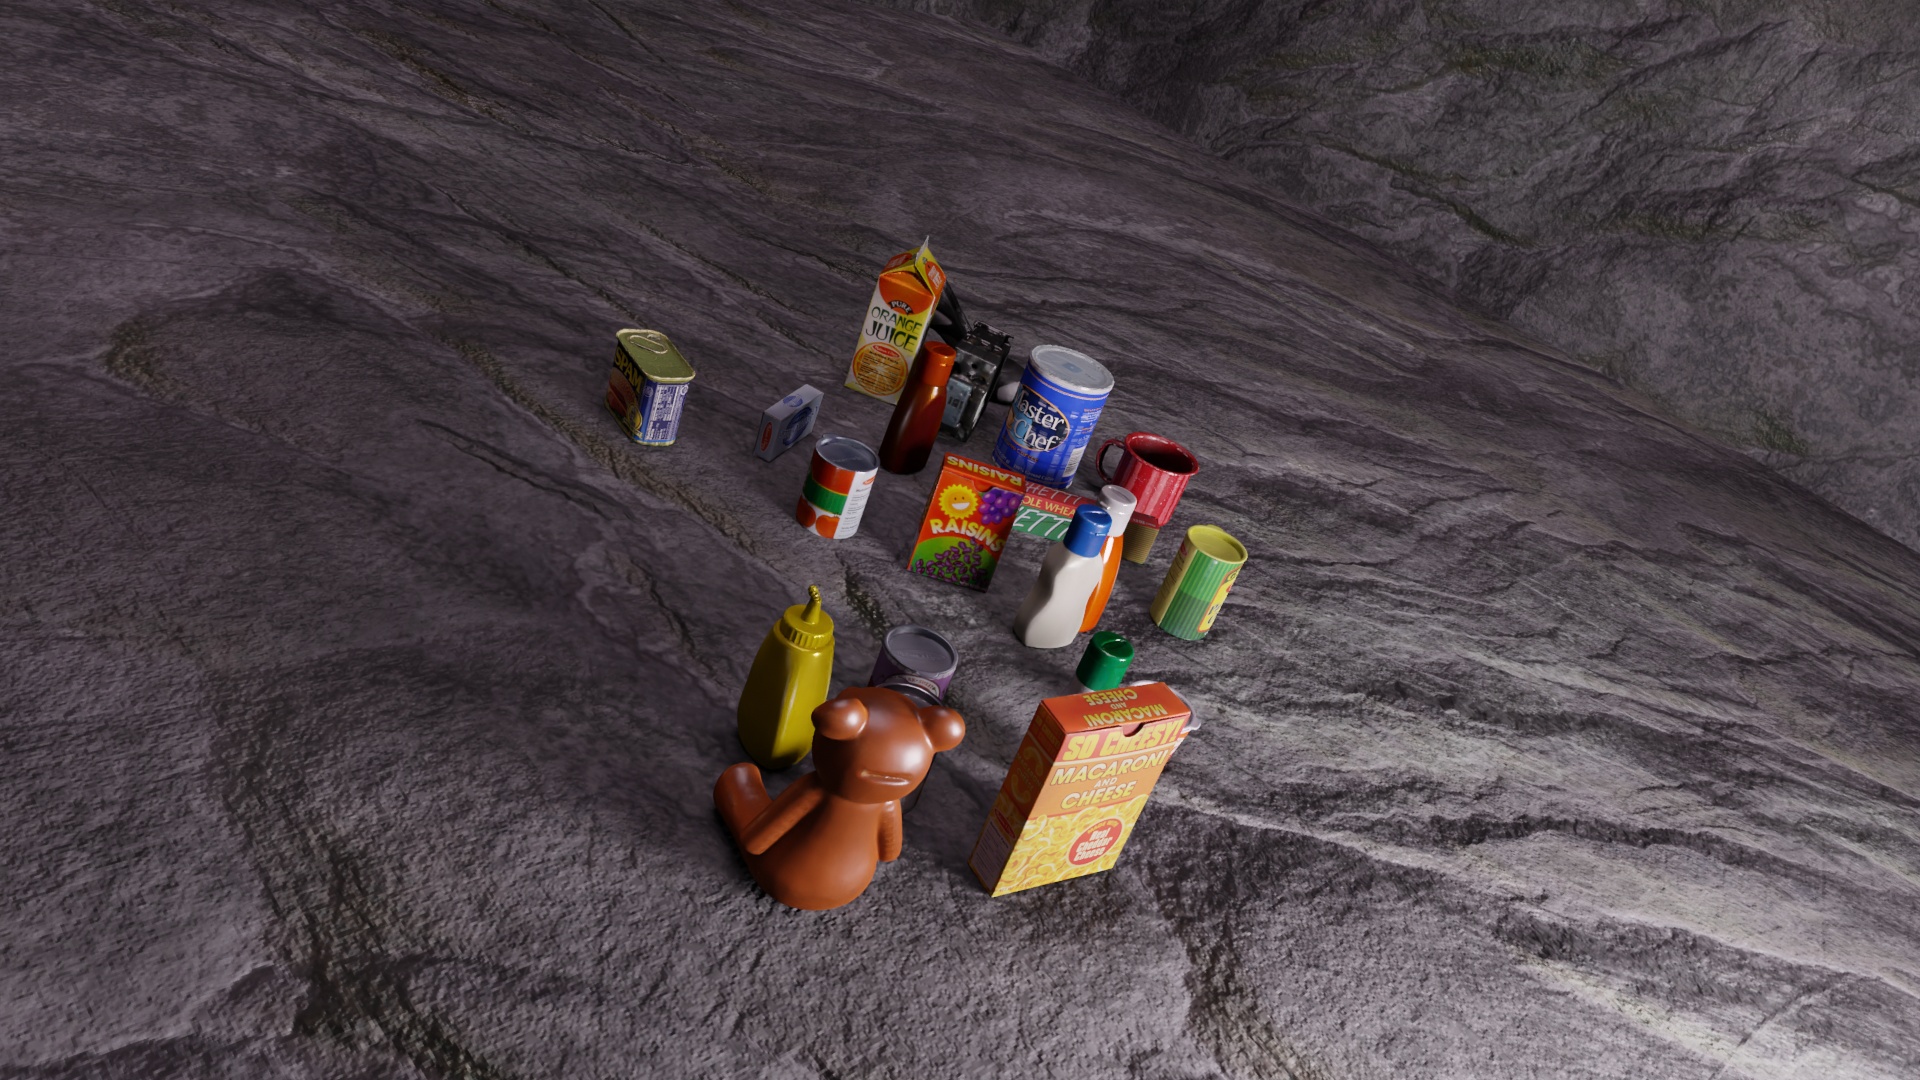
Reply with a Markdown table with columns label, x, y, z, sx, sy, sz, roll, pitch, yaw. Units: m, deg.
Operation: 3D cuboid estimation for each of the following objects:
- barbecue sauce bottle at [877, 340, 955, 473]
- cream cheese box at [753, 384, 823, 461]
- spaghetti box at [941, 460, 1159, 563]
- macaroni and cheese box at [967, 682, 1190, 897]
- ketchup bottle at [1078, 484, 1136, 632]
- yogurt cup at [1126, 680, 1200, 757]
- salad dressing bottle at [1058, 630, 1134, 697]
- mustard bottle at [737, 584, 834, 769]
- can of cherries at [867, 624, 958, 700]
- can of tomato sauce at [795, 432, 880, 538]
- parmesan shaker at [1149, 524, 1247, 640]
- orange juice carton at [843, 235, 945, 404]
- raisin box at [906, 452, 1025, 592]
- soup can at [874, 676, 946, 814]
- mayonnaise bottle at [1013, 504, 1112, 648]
| label | x | y | z | sx | sy | sz | roll | pitch | yaw |
| --- | --- | --- | --- | --- | --- | --- | --- | --- | --- |
| barbecue sauce bottle | -0.044 | -0.146 | 1.525 | 0.044 | 0.147 | 0.065 | 38 | 34 | 28 |
| cream cheese box | -0.186 | -0.128 | 1.502 | 0.024 | 0.053 | 0.104 | 26 | 30 | 10 |
| spaghetti box | 0.093 | -0.031 | 1.522 | 0.250 | 0.050 | 0.029 | 15 | 30 | -10 |
| macaroni and cheese box | 0.089 | 0.187 | 1.045 | 0.124 | 0.165 | 0.040 | -3 | 37 | -36 |
| ketchup bottle | 0.129 | 0.016 | 1.369 | 0.044 | 0.148 | 0.065 | -14 | 44 | -45 |
| yogurt cup | 0.170 | 0.166 | 1.243 | 0.072 | 0.053 | 0.073 | 16 | 30 | -9 |
| salad dressing bottle | 0.099 | 0.142 | 1.144 | 0.064 | 0.147 | 0.044 | -9 | 41 | -42 |
| mustard bottle | -0.127 | 0.100 | 1.060 | 0.049 | 0.159 | 0.065 | -9 | 41 | -42 |
| can of cherries | -0.042 | 0.116 | 1.189 | 0.071 | 0.058 | 0.072 | 16 | 30 | -9 |
| can of tomato sauce | -0.125 | -0.054 | 1.390 | 0.071 | 0.082 | 0.071 | 16 | 30 | -9 |
| parmesan shaker | 0.246 | 0.043 | 1.443 | 0.071 | 0.102 | 0.071 | 16 | 30 | -9 |
| orange juice carton | -0.073 | -0.267 | 1.661 | 0.073 | 0.191 | 0.072 | 21 | 29 | 0 |
| raisin box | 0.005 | -0.017 | 1.370 | 0.086 | 0.122 | 0.040 | 17 | 30 | -6 |
| soup can | -0.052 | 0.161 | 1.084 | 0.071 | 0.083 | 0.072 | 16 | 30 | -9 |
| mayonnaise bottle | 0.102 | 0.035 | 1.321 | 0.065 | 0.147 | 0.041 | 1 | 35 | -31 |
